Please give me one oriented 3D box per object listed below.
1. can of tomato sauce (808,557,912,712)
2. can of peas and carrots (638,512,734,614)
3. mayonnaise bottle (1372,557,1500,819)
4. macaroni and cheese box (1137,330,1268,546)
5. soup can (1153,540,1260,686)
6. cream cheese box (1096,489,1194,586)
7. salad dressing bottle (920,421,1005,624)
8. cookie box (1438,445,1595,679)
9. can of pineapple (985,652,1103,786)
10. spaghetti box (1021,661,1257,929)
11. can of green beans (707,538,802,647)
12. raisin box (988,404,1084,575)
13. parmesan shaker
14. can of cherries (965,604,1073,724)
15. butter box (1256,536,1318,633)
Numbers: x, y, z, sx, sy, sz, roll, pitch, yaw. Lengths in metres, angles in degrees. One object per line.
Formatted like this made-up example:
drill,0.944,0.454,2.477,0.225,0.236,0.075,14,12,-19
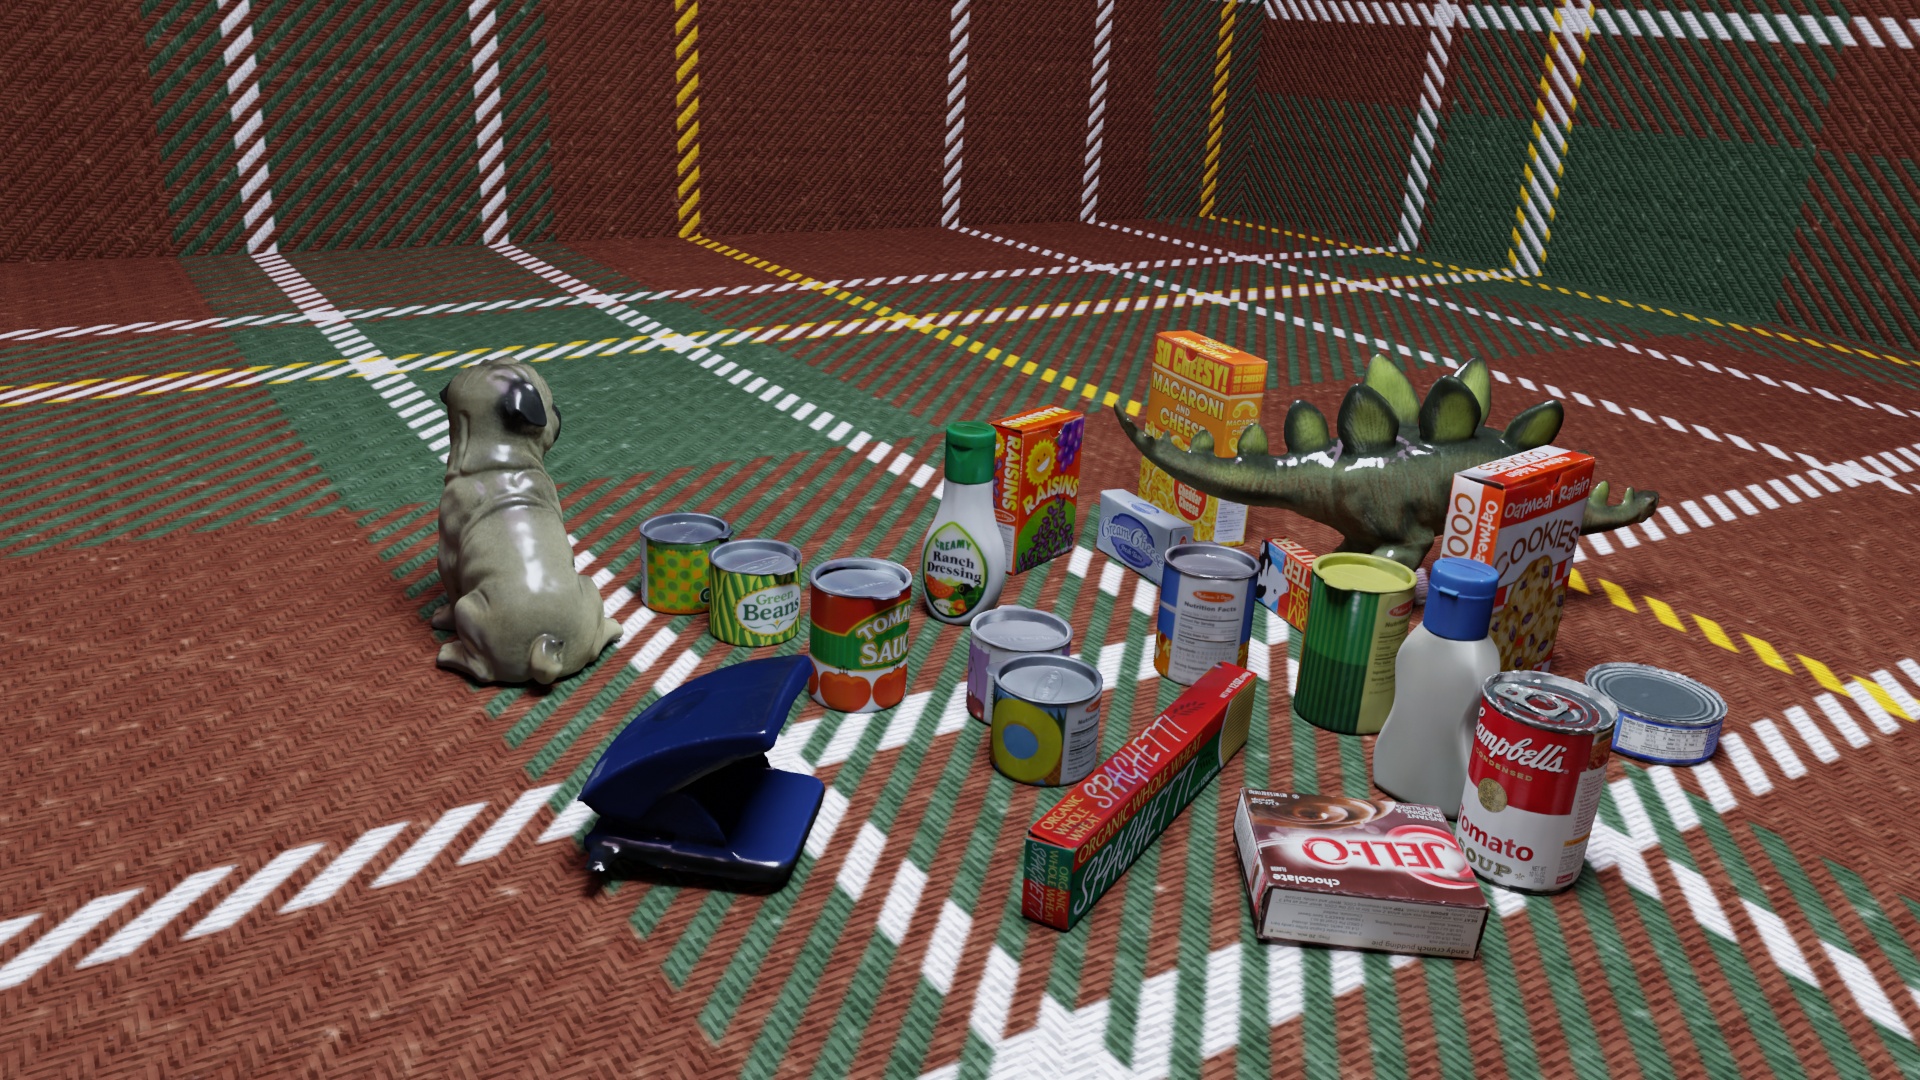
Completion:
can of tomato sauce,-0.065,0.062,0.906,0.071,0.082,0.071,3,20,-1
can of peas and carrots,-0.203,0.017,1.038,0.071,0.058,0.071,3,20,-1
mayonnaise bottle,0.282,0.084,0.807,0.065,0.147,0.041,22,27,40
macaroni and cheese box,0.212,-0.092,1.237,0.040,0.165,0.124,-6,22,-24
soup can,0.171,0.051,0.970,0.071,0.083,0.071,3,20,-1
cream cheese box,0.151,-0.002,1.150,0.024,0.053,0.104,-8,23,-27
salad dressing bottle,0.004,-0.013,1.023,0.064,0.147,0.044,12,22,23
cookie box,0.371,0.027,0.946,0.123,0.166,0.040,-14,27,-39
can of pineapple,0.050,0.107,0.839,0.071,0.057,0.071,3,20,-1
spaghetti box,0.107,0.136,0.783,0.029,0.050,0.251,15,24,29
can of green beans,-0.147,0.037,0.994,0.071,0.057,0.071,3,20,-1
raisin box,0.059,-0.043,1.145,0.040,0.123,0.086,19,25,36
parmesan shaker,0.255,0.068,0.910,0.071,0.102,0.071,3,20,-1
can of cherries,0.038,0.082,0.903,0.071,0.058,0.072,3,20,-1
butter box,0.263,0.039,1.058,0.024,0.053,0.104,-5,22,-20
